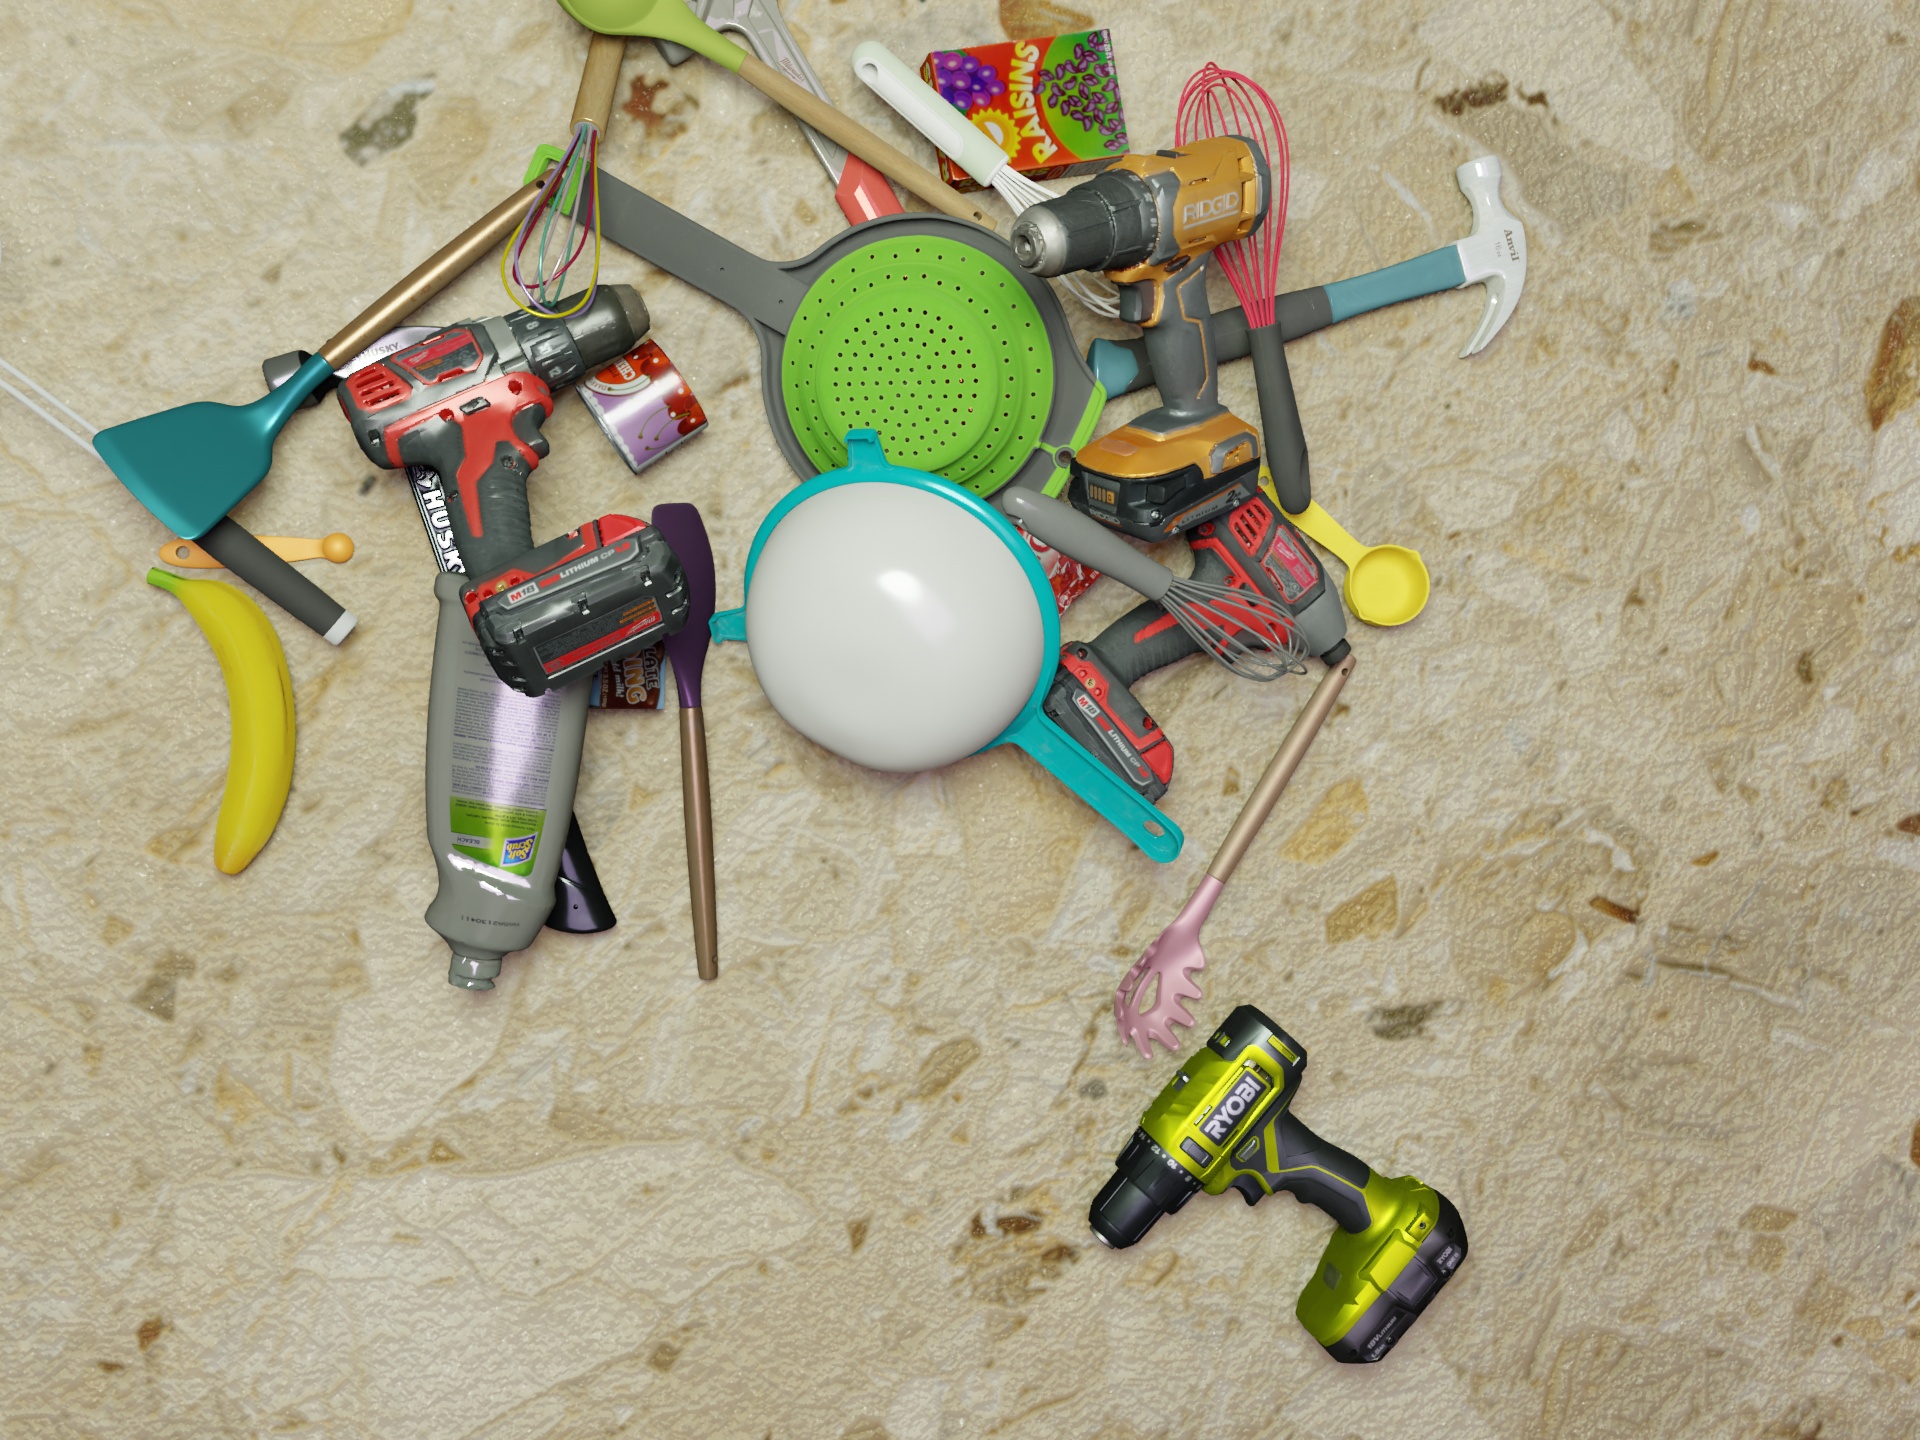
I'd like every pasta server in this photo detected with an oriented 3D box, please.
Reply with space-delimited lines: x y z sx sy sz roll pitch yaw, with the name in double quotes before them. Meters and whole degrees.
"pasta server" 0.196 0.089 1.111 0.060 0.040 0.316 33 86 -22

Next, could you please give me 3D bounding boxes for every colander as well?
"colander" -0.101 -0.252 0.990 0.397 0.094 0.204 28 105 -3

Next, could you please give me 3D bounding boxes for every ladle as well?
"ladle" -0.111 -0.396 0.987 0.320 0.062 0.078 31 88 -12

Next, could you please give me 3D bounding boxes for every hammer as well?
"hammer" -0.301 -0.054 1.020 0.149 0.036 0.409 -19 97 -9
"hammer" -0.047 -0.336 1.045 0.149 0.037 0.359 -33 98 -6
"hammer" 0.239 -0.284 1.099 0.331 0.033 0.128 -19 95 -8

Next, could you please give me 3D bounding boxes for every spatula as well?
"spatula" -0.174 0.016 1.045 0.018 0.059 0.316 2 99 32
"spatula" -0.363 -0.234 0.957 0.317 0.044 0.082 -43 92 -10

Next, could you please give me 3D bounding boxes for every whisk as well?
"whisk" -0.233 -0.342 0.962 0.047 0.051 0.245 -1 63 10
"whisk" 0.125 -0.084 0.990 0.238 0.055 0.055 27 89 -22
"whisk" 0.195 -0.279 1.043 0.073 0.073 0.295 -17 106 -8
"whisk" 0.028 -0.344 1.013 0.246 0.057 0.059 40 52 -6

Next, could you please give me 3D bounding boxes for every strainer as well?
"strainer" -0.002 -0.003 0.984 0.340 0.095 0.211 39 125 -6

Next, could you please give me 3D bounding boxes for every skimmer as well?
"skimmer" -0.521 -0.175 0.971 0.363 0.090 0.127 41 92 -18

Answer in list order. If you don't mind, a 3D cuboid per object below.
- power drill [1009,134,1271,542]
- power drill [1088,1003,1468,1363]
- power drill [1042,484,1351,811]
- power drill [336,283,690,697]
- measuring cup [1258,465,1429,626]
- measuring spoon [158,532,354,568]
"power drill" 0.109 -0.227 0.969 0.185 0.084 0.226 -26 126 -33
"power drill" 0.219 0.338 1.111 0.228 0.080 0.190 41 86 -7
"power drill" 0.159 -0.044 1.080 0.219 0.078 0.143 -42 99 -8
"power drill" -0.236 -0.147 0.924 0.188 0.080 0.227 -27 70 -12
"measuring cup" 0.261 -0.126 1.121 0.156 0.029 0.062 41 86 2
"measuring spoon" -0.444 -0.107 1.002 0.117 0.011 0.021 -3 94 -10
